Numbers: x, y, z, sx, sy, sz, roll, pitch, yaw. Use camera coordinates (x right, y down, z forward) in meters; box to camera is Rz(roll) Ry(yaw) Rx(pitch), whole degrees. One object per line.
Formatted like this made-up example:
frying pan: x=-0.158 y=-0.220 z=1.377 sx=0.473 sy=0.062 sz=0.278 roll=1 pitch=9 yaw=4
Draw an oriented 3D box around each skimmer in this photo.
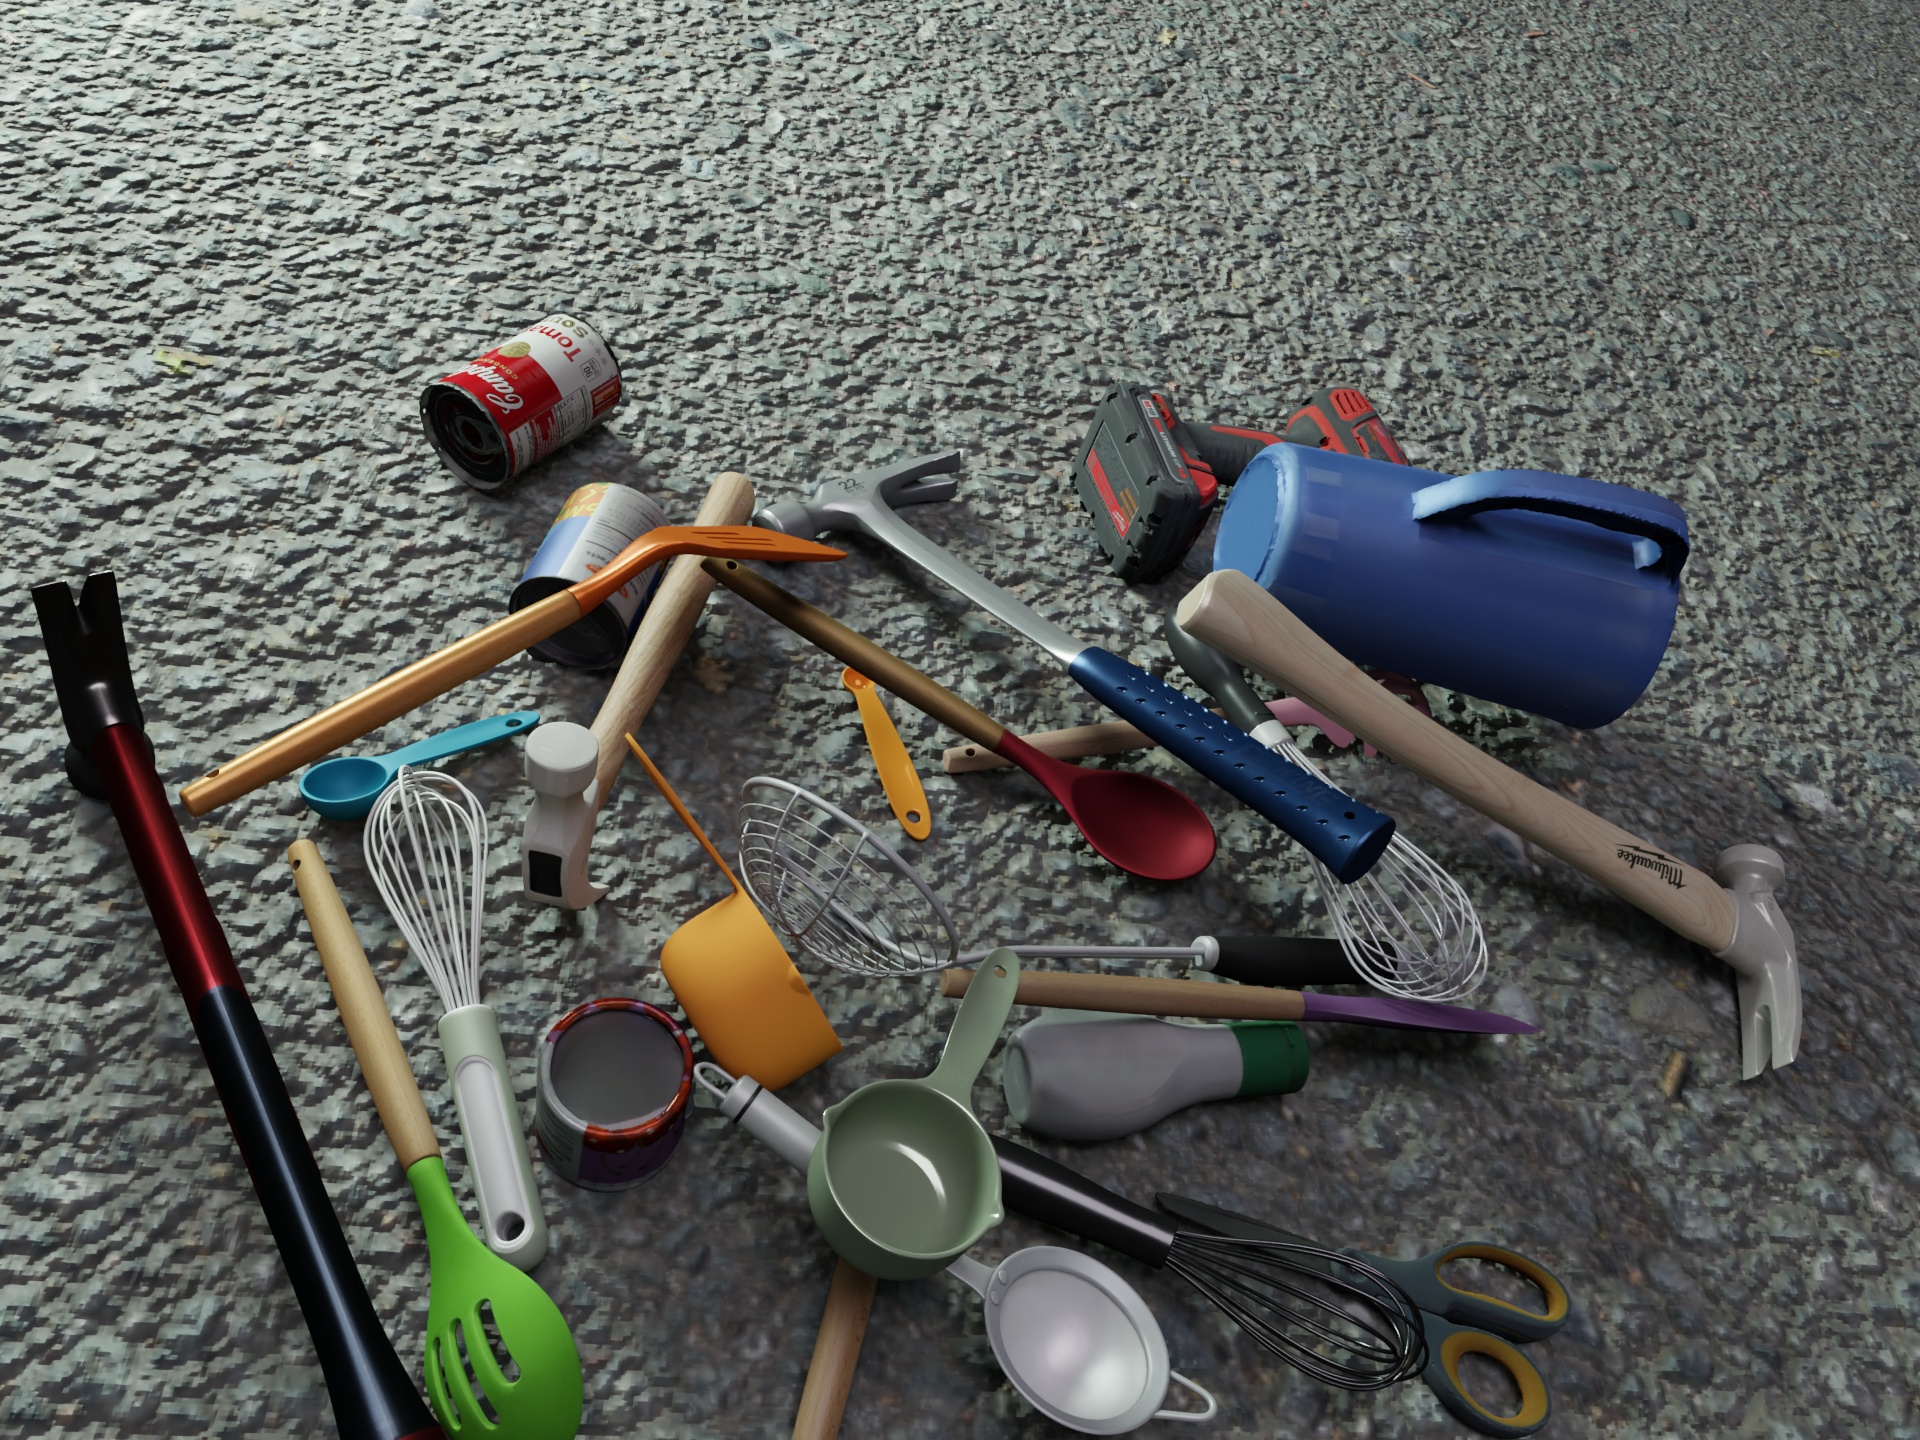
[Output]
skimmer: x=0.068 y=0.086 z=0.795 sx=0.363 sy=0.127 sz=0.090 roll=5 pitch=76 yaw=-21

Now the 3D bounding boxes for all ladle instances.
ladle: x=-0.001 y=-0.003 z=0.849 sx=0.315 sy=0.031 sz=0.069 roll=32 pitch=46 yaw=-7

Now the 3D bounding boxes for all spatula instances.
spatula: x=-0.194 y=-0.034 z=0.724 sx=0.081 sy=0.041 sz=0.322 roll=20 pitch=43 yaw=42
spatula: x=0.142 y=0.138 z=0.773 sx=0.315 sy=0.060 sz=0.018 roll=7 pitch=90 yaw=-16
spatula: x=-0.053 y=0.281 z=0.635 sx=0.082 sy=0.044 sz=0.318 roll=21 pitch=48 yaw=-7

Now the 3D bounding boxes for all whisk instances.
whisk: x=0.092 y=0.232 z=0.708 sx=0.239 sy=0.055 sz=0.055 roll=21 pitch=49 yaw=11
whisk: x=-0.223 y=0.126 z=0.711 sx=0.058 sy=0.059 sz=0.247 roll=-19 pitch=63 yaw=-9
whisk: x=0.185 y=0.035 z=0.855 sx=0.070 sy=0.070 sz=0.285 roll=-11 pitch=50 yaw=-24

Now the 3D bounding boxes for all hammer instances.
hammer: x=0.064 y=-0.041 z=0.879 sx=0.144 sy=0.035 sz=0.406 roll=-29 pitch=51 yaw=-34
hammer: x=0.292 y=0.045 z=0.862 sx=0.410 sy=0.038 sz=0.146 roll=30 pitch=48 yaw=-11
hammer: x=-0.160 y=-0.032 z=0.827 sx=0.031 sy=0.130 sz=0.332 roll=15 pitch=39 yaw=-1
hammer: x=-0.298 y=0.118 z=0.646 sx=0.038 sy=0.143 sz=0.387 roll=-19 pitch=63 yaw=-31

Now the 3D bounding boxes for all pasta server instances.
pasta server: x=0.141 y=0.007 z=0.926 sx=0.316 sy=0.040 sz=0.060 roll=-8 pitch=54 yaw=-17

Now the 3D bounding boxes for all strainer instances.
strainer: x=-0.009 y=0.224 z=0.672 sx=0.258 sy=0.050 sz=0.087 roll=37 pitch=31 yaw=2

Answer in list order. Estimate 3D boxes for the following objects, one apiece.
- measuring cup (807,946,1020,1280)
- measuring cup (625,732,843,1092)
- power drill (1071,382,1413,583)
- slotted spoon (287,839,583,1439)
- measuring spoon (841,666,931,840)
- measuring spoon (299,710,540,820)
measuring cup: x=-0.010 y=0.162 z=0.676 sx=0.083 sy=0.038 sz=0.168 roll=31 pitch=41 yaw=0
measuring cup: x=-0.120 y=0.090 z=0.715 sx=0.052 sy=0.095 sz=0.173 roll=-34 pitch=95 yaw=-11
power drill: x=0.205 y=-0.139 z=1.032 sx=0.226 sy=0.080 sz=0.188 roll=-4 pitch=53 yaw=-22
slotted spoon: x=-0.238 y=0.169 z=0.675 sx=0.314 sy=0.070 sz=0.031 roll=54 pitch=13 yaw=32
measuring spoon: x=-0.041 y=0.018 z=0.876 sx=0.021 sy=0.011 sz=0.117 roll=-10 pitch=59 yaw=-23
measuring spoon: x=-0.268 y=0.023 z=0.803 sx=0.042 sy=0.021 sz=0.128 roll=28 pitch=37 yaw=37
